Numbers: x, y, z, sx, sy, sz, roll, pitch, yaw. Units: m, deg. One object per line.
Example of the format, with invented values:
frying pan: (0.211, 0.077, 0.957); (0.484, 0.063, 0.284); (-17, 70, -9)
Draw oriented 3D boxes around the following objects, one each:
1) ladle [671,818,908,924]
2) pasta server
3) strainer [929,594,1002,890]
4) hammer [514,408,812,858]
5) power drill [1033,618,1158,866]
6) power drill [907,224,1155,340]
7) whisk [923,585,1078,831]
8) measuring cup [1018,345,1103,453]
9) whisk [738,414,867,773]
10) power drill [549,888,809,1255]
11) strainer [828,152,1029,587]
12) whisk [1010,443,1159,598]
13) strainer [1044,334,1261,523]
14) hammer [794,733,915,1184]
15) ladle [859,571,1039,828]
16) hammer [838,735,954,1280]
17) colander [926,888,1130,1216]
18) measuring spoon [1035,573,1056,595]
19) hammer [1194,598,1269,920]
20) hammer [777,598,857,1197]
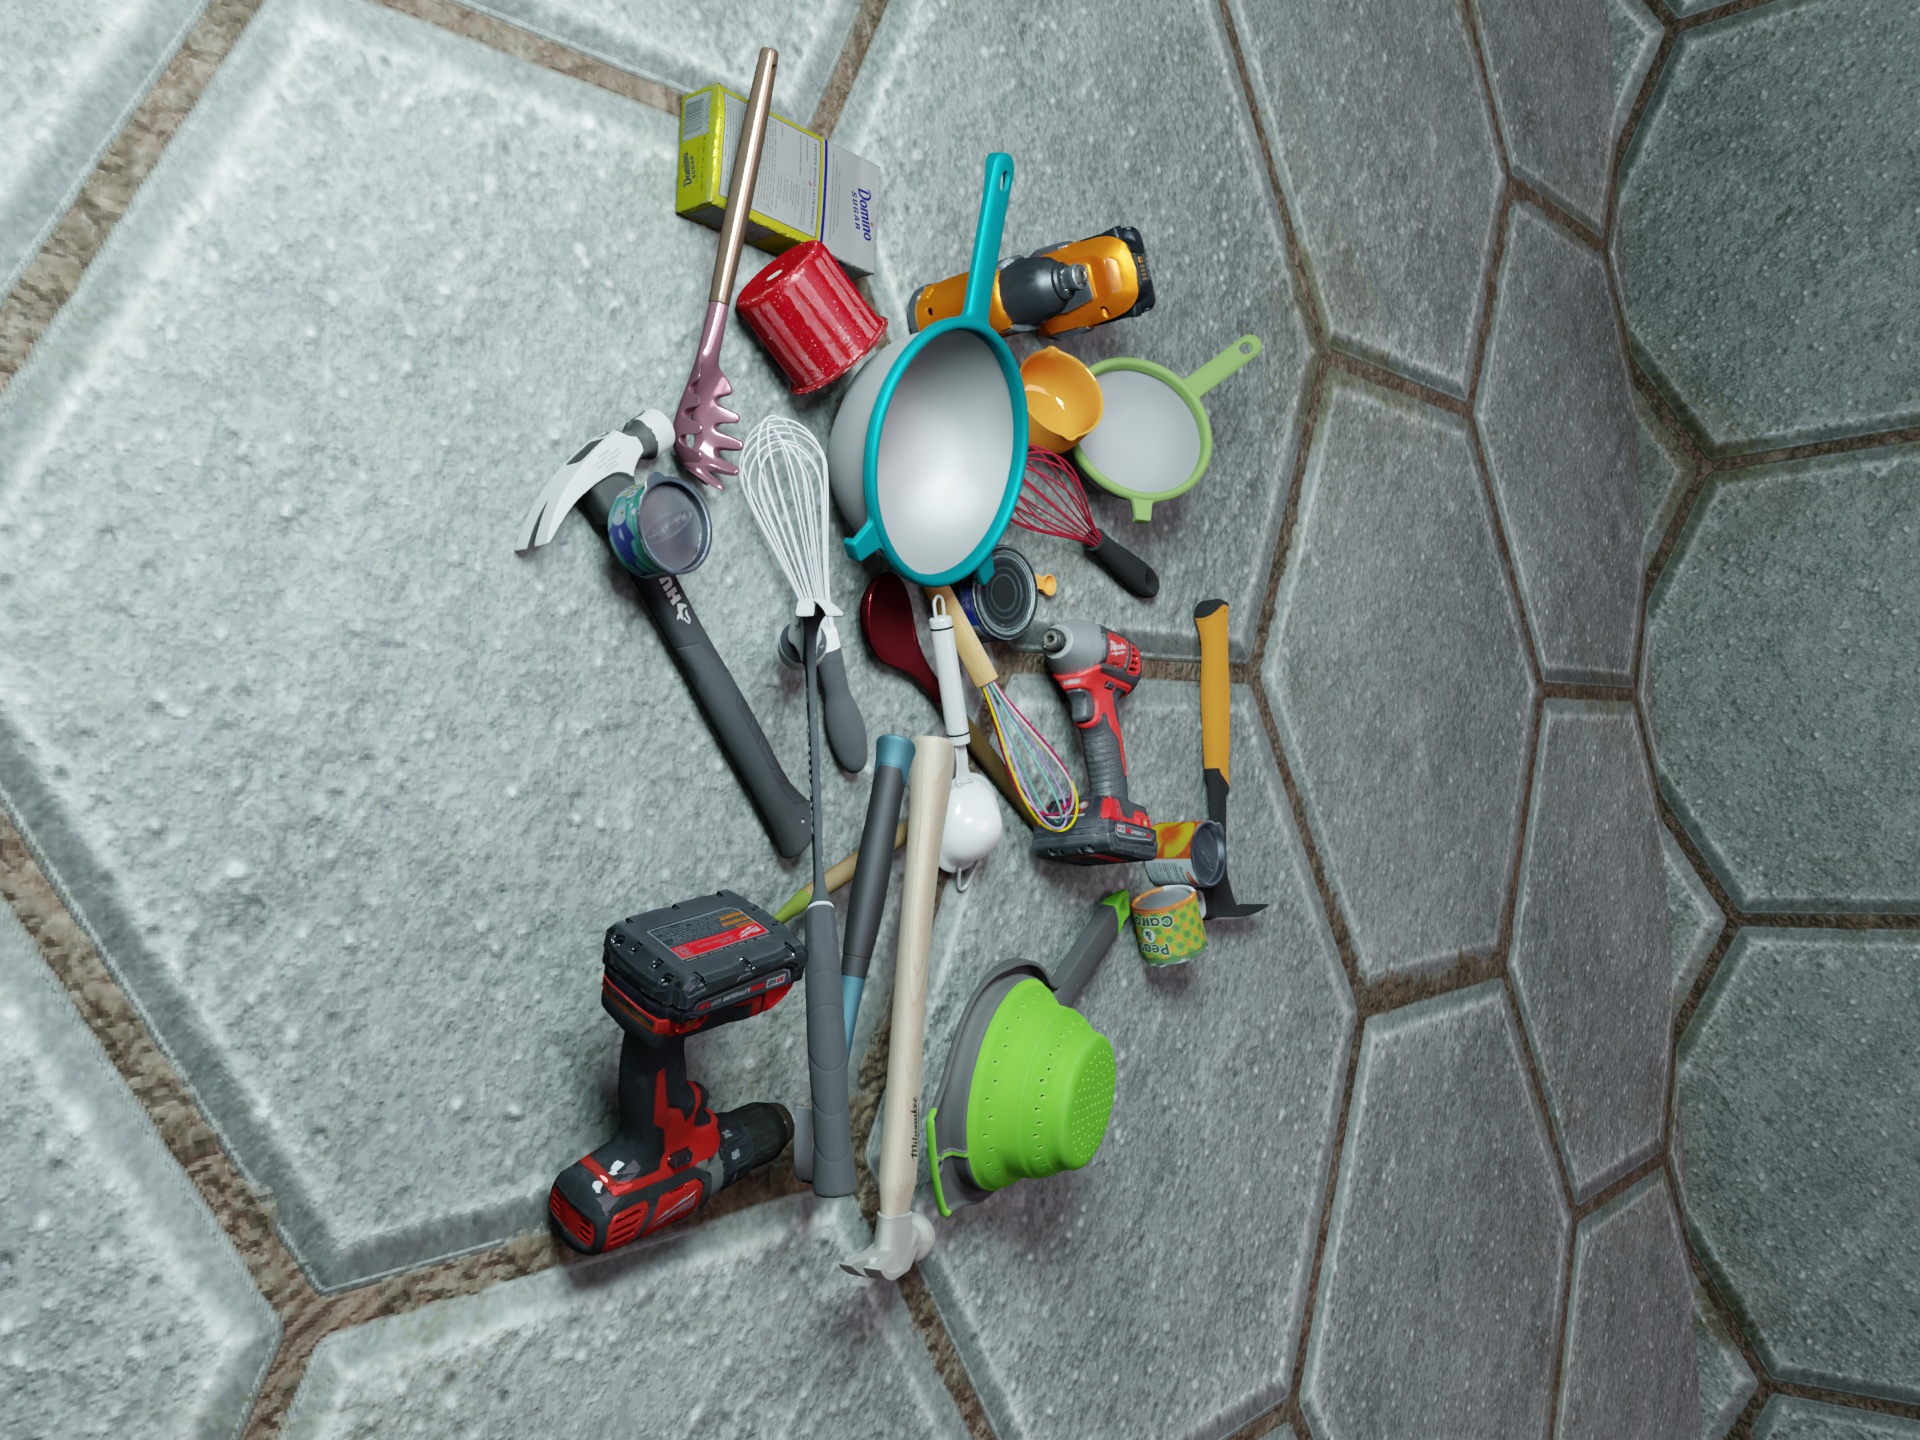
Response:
ladle: (-0.111, 0.116, 1.202); (0.062, 0.078, 0.320); (44, 33, 11)
pasta server: (-0.162, -0.325, 1.143); (0.060, 0.040, 0.316); (8, 94, -67)
strainer: (0.000, 0.023, 1.318); (0.087, 0.050, 0.258); (-22, 109, -45)
hammer: (-0.189, -0.042, 1.131); (0.146, 0.035, 0.334); (-48, 122, -42)
power drill: (0.118, 0.017, 1.448); (0.143, 0.078, 0.220); (19, 67, -57)
power drill: (0.080, -0.375, 1.388); (0.226, 0.164, 0.084); (-29, 108, -50)
whisk: (0.035, -0.014, 1.361); (0.047, 0.051, 0.245); (-28, 95, -4)
measuring cup: (0.042, -0.284, 1.427); (0.173, 0.052, 0.095); (-2, 72, -25)
whisk: (-0.112, -0.092, 1.216); (0.070, 0.070, 0.284); (-30, 113, -47)
power drill: (-0.168, 0.229, 1.044); (0.188, 0.080, 0.226); (-11, 124, -49)
strainer: (-0.028, -0.280, 1.265); (0.211, 0.095, 0.340); (3, 99, -56)
whisk: (0.117, -0.179, 1.496); (0.295, 0.073, 0.073); (31, 63, -51)
strainer: (0.198, -0.298, 1.555); (0.256, 0.069, 0.151); (-39, 86, -25)
hammer: (-0.077, 0.174, 1.169); (0.128, 0.033, 0.331); (85, 15, -80)
ladle: (-0.002, -0.004, 1.357); (0.315, 0.031, 0.069); (53, 48, -35)
hammer: (-0.041, 0.215, 1.227); (0.146, 0.038, 0.411); (37, 57, -73)
colander: (0.102, 0.266, 1.364); (0.397, 0.094, 0.204); (-46, 136, -51)
measuring spoon: (0.046, -0.130, 1.442); (0.116, 0.011, 0.021); (7, 85, -46)
hammer: (0.274, 0.041, 1.674); (0.127, 0.034, 0.337); (6, 82, -49)
hammer: (-0.094, 0.112, 1.085); (0.036, 0.149, 0.409); (-2, 77, -11)
